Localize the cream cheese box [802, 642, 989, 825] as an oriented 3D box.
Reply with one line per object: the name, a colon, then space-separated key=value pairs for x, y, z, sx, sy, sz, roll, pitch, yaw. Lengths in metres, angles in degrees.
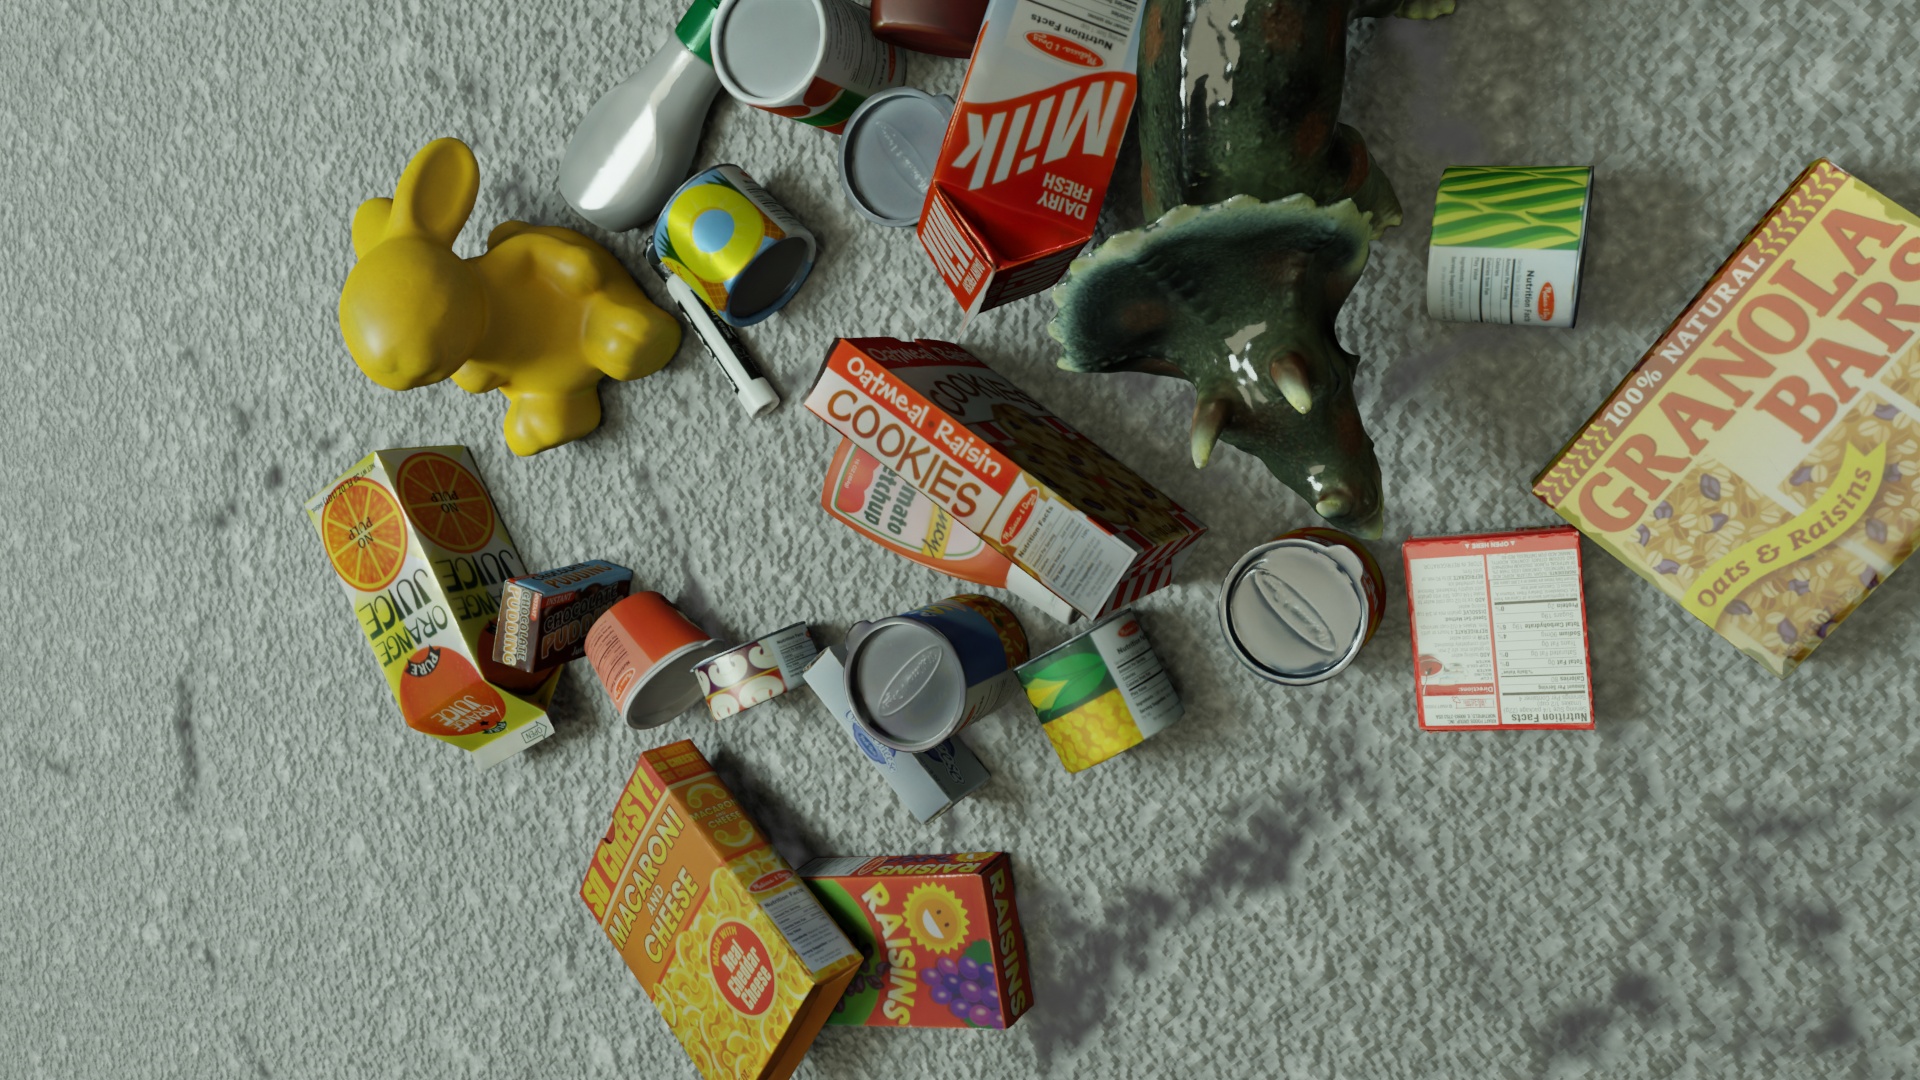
cream cheese box: x=-0.034 y=0.098 z=0.733 sx=0.024 sy=0.053 sz=0.104 roll=-45 pitch=78 yaw=20

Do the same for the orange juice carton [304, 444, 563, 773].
orange juice carton: x=-0.309 y=0.043 z=0.840 sx=0.071 sy=0.073 sz=0.193 roll=-30 pitch=84 yaw=24

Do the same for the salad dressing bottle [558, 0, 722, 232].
salad dressing bottle: x=-0.161 y=-0.237 z=0.758 sx=0.064 sy=0.044 sz=0.147 roll=48 pitch=111 yaw=14

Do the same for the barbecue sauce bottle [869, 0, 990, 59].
barbecue sauce bottle: x=-0.004 y=-0.315 z=0.672 sx=0.065 sy=0.044 sz=0.148 roll=7 pitch=94 yaw=-14

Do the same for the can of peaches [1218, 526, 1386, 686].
can of peaches: x=0.159 y=0.027 z=0.635 sx=0.071 sy=0.058 sz=0.071 roll=3 pitch=97 yaw=24

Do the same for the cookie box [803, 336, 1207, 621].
cookie box: x=0.025 y=-0.036 z=0.652 sx=0.168 sy=0.123 sz=0.040 roll=37 pitch=109 yaw=16

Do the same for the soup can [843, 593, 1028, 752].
soup can: x=-0.012 y=0.062 z=0.702 sx=0.071 sy=0.084 sz=0.071 roll=3 pitch=97 yaw=24

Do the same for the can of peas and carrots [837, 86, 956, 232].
can of peas and carrots: x=-0.017 y=-0.188 z=0.689 sx=0.071 sy=0.059 sz=0.071 roll=3 pitch=97 yaw=23

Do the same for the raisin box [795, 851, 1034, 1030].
raisin box: x=-0.029 y=0.217 z=0.753 sx=0.123 sy=0.040 sz=0.086 roll=-8 pitch=92 yaw=26

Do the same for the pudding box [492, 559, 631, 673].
pudding box: x=-0.227 y=0.042 z=0.798 sx=0.030 sy=0.084 sz=0.049 roll=16 pitch=102 yaw=19

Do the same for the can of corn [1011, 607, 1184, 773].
can of corn: x=0.066 y=0.074 z=0.679 sx=0.071 sy=0.071 sz=0.058 roll=-30 pitch=84 yaw=24

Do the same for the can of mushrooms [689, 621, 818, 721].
can of mushrooms: x=-0.111 y=0.072 z=0.758 sx=0.071 sy=0.071 sz=0.033 roll=-25 pitch=87 yaw=25

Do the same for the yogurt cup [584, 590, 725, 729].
yogurt cup: x=-0.176 y=0.066 z=0.789 sx=0.054 sy=0.072 sz=0.072 roll=46 pitch=112 yaw=22

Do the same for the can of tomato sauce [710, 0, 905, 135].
can of tomato sauce: x=-0.077 y=-0.243 z=0.696 sx=0.071 sy=0.083 sz=0.071 roll=3 pitch=97 yaw=24

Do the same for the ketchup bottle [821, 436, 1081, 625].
ketchup bottle: x=0.003 y=-0.009 z=0.710 sx=0.149 sy=0.043 sz=0.064 roll=30 pitch=107 yaw=18

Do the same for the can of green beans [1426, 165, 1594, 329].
can of green beans: x=0.230 y=-0.123 z=0.581 sx=0.058 sy=0.071 sz=0.071 roll=8 pitch=99 yaw=24

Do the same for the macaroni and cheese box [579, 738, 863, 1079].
macaroni and cheese box: x=-0.139 y=0.213 z=0.772 sx=0.167 sy=0.040 sz=0.123 roll=44 pitch=122 yaw=26

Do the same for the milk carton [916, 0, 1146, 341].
milk carton: x=0.033 y=-0.184 z=0.615 sx=0.073 sy=0.072 sz=0.191 roll=19 pitch=81 yaw=-6

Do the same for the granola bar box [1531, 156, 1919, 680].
granola bar box: x=0.335 y=-0.047 z=0.557 sx=0.124 sy=0.039 sz=0.165 roll=41 pitch=111 yaw=14

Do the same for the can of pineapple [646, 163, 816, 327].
can of pineapple: x=-0.120 y=-0.154 z=0.735 sx=0.058 sy=0.071 sz=0.070 roll=44 pitch=111 yaw=13
